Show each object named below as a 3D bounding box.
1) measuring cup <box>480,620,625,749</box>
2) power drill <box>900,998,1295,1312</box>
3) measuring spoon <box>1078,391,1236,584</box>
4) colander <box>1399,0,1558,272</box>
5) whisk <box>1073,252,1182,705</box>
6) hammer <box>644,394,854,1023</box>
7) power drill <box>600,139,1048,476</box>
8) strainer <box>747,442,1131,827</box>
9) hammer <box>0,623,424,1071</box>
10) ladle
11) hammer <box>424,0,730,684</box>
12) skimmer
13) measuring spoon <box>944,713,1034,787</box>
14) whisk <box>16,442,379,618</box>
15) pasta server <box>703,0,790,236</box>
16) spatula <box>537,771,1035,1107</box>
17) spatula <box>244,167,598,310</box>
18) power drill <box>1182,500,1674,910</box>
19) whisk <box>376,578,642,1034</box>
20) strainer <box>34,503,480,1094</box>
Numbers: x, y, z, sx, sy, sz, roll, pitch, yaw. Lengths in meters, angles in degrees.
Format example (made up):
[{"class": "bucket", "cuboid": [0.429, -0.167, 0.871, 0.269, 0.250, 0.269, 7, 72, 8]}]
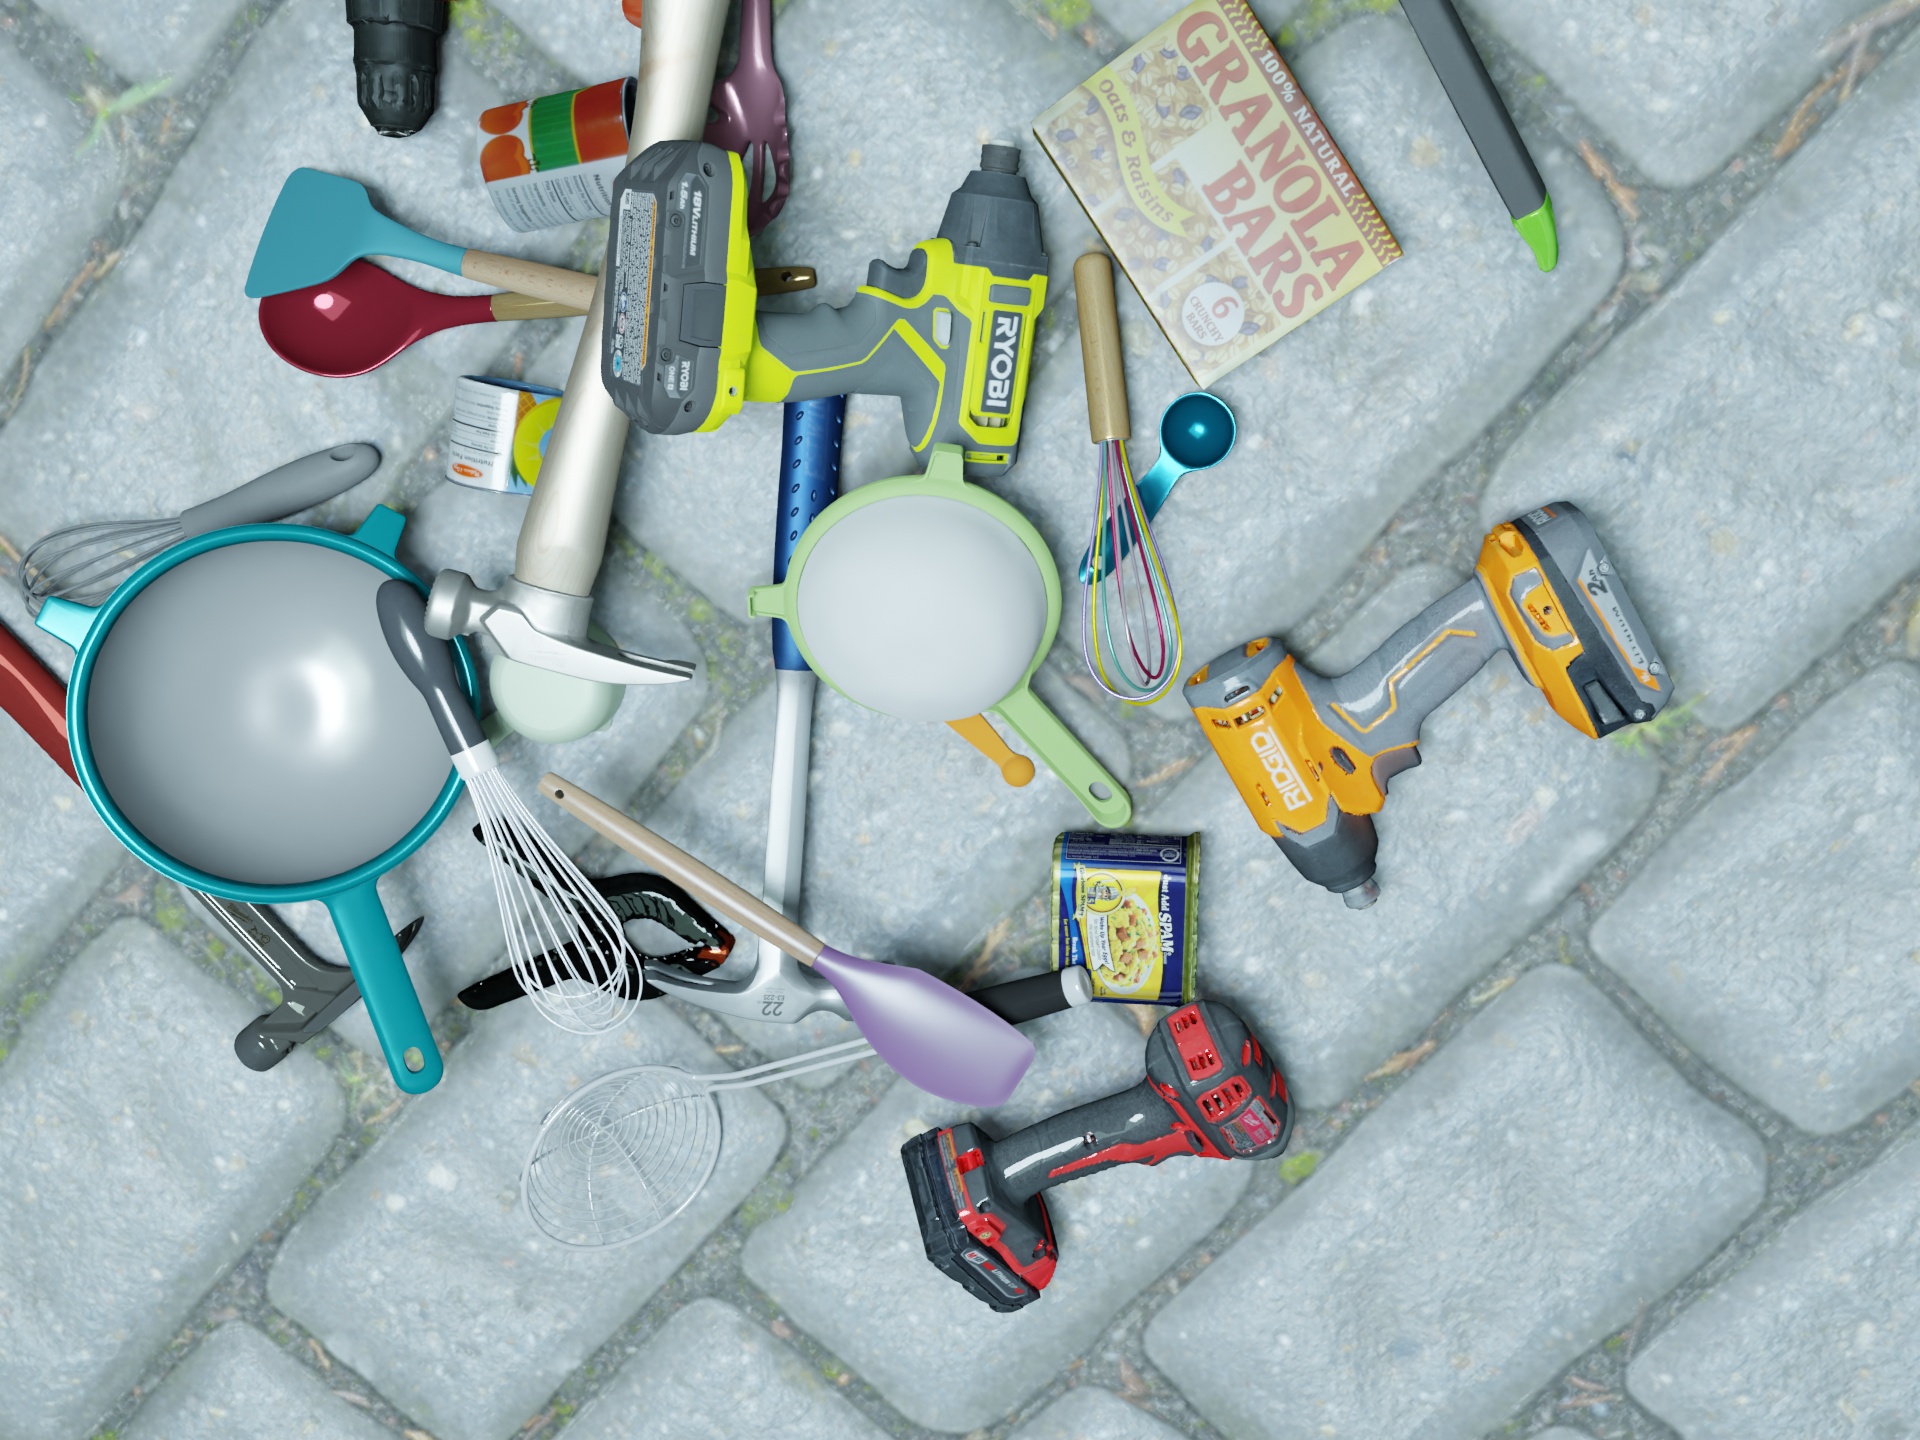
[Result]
[{"class": "measuring cup", "cuboid": [-0.276, 0.002, 0.947, 0.167, 0.038, 0.083, -36, 97, 11]}, {"class": "power drill", "cuboid": [0.089, 0.254, 0.930, 0.219, 0.079, 0.143, -29, 134, 9]}, {"class": "measuring spoon", "cuboid": [0.107, -0.128, 0.889, 0.042, 0.021, 0.128, 39, 113, 5]}, {"class": "colander", "cuboid": [0.168, -0.369, 0.767, 0.094, 0.205, 0.396, -23, 118, 32]}, {"class": "whisk", "cuboid": [0.088, -0.130, 0.860, 0.051, 0.047, 0.245, -7, 91, -27]}, {"class": "hammer", "cuboid": [-0.100, -0.019, 0.911, 0.144, 0.035, 0.405, 2, 101, -14]}, {"class": "power drill", "cuboid": [-0.060, -0.216, 0.805, 0.223, 0.080, 0.171, -3, 108, -32]}, {"class": "strainer", "cuboid": [0.012, -0.014, 0.861, 0.151, 0.069, 0.256, -34, 115, 22]}, {"class": "hammer", "cuboid": [-0.504, 0.048, 0.986, 0.149, 0.037, 0.359, -40, 96, 13]}, {"class": "ladle", "cuboid": [-0.237, -0.236, 0.895, 0.315, 0.031, 0.069, -4, 92, 5]}, {"class": "hammer", "cuboid": [-0.163, -0.217, 0.823, 0.146, 0.038, 0.410, 15, 106, -9]}, {"class": "skimmer", "cuboid": [-0.091, 0.226, 0.931, 0.363, 0.090, 0.127, -20, 128, 20]}, {"class": "measuring spoon", "cuboid": [-0.001, -0.003, 0.929, 0.117, 0.011, 0.021, 44, 104, -5]}, {"class": "whisk", "cuboid": [-0.452, -0.116, 0.940, 0.239, 0.055, 0.055, -20, 100, 6]}, {"class": "pasta server", "cuboid": [-0.109, -0.414, 0.833, 0.060, 0.040, 0.316, 7, 103, 16]}, {"class": "spatula", "cuboid": [-0.102, 0.119, 0.888, 0.316, 0.018, 0.060, 33, 97, 1]}, {"class": "spatula", "cuboid": [-0.242, -0.241, 0.870, 0.317, 0.044, 0.082, 15, 79, 3]}, {"class": "power drill", "cuboid": [0.258, -0.002, 0.867, 0.226, 0.084, 0.164, -28, 99, 16]}, {"class": "whisk", "cuboid": [-0.261, 0.052, 0.900, 0.070, 0.070, 0.284, -22, 99, 11]}, {"class": "strainer", "cuboid": [-0.374, 0.054, 0.929, 0.211, 0.095, 0.340, -21, 103, -22]}]
